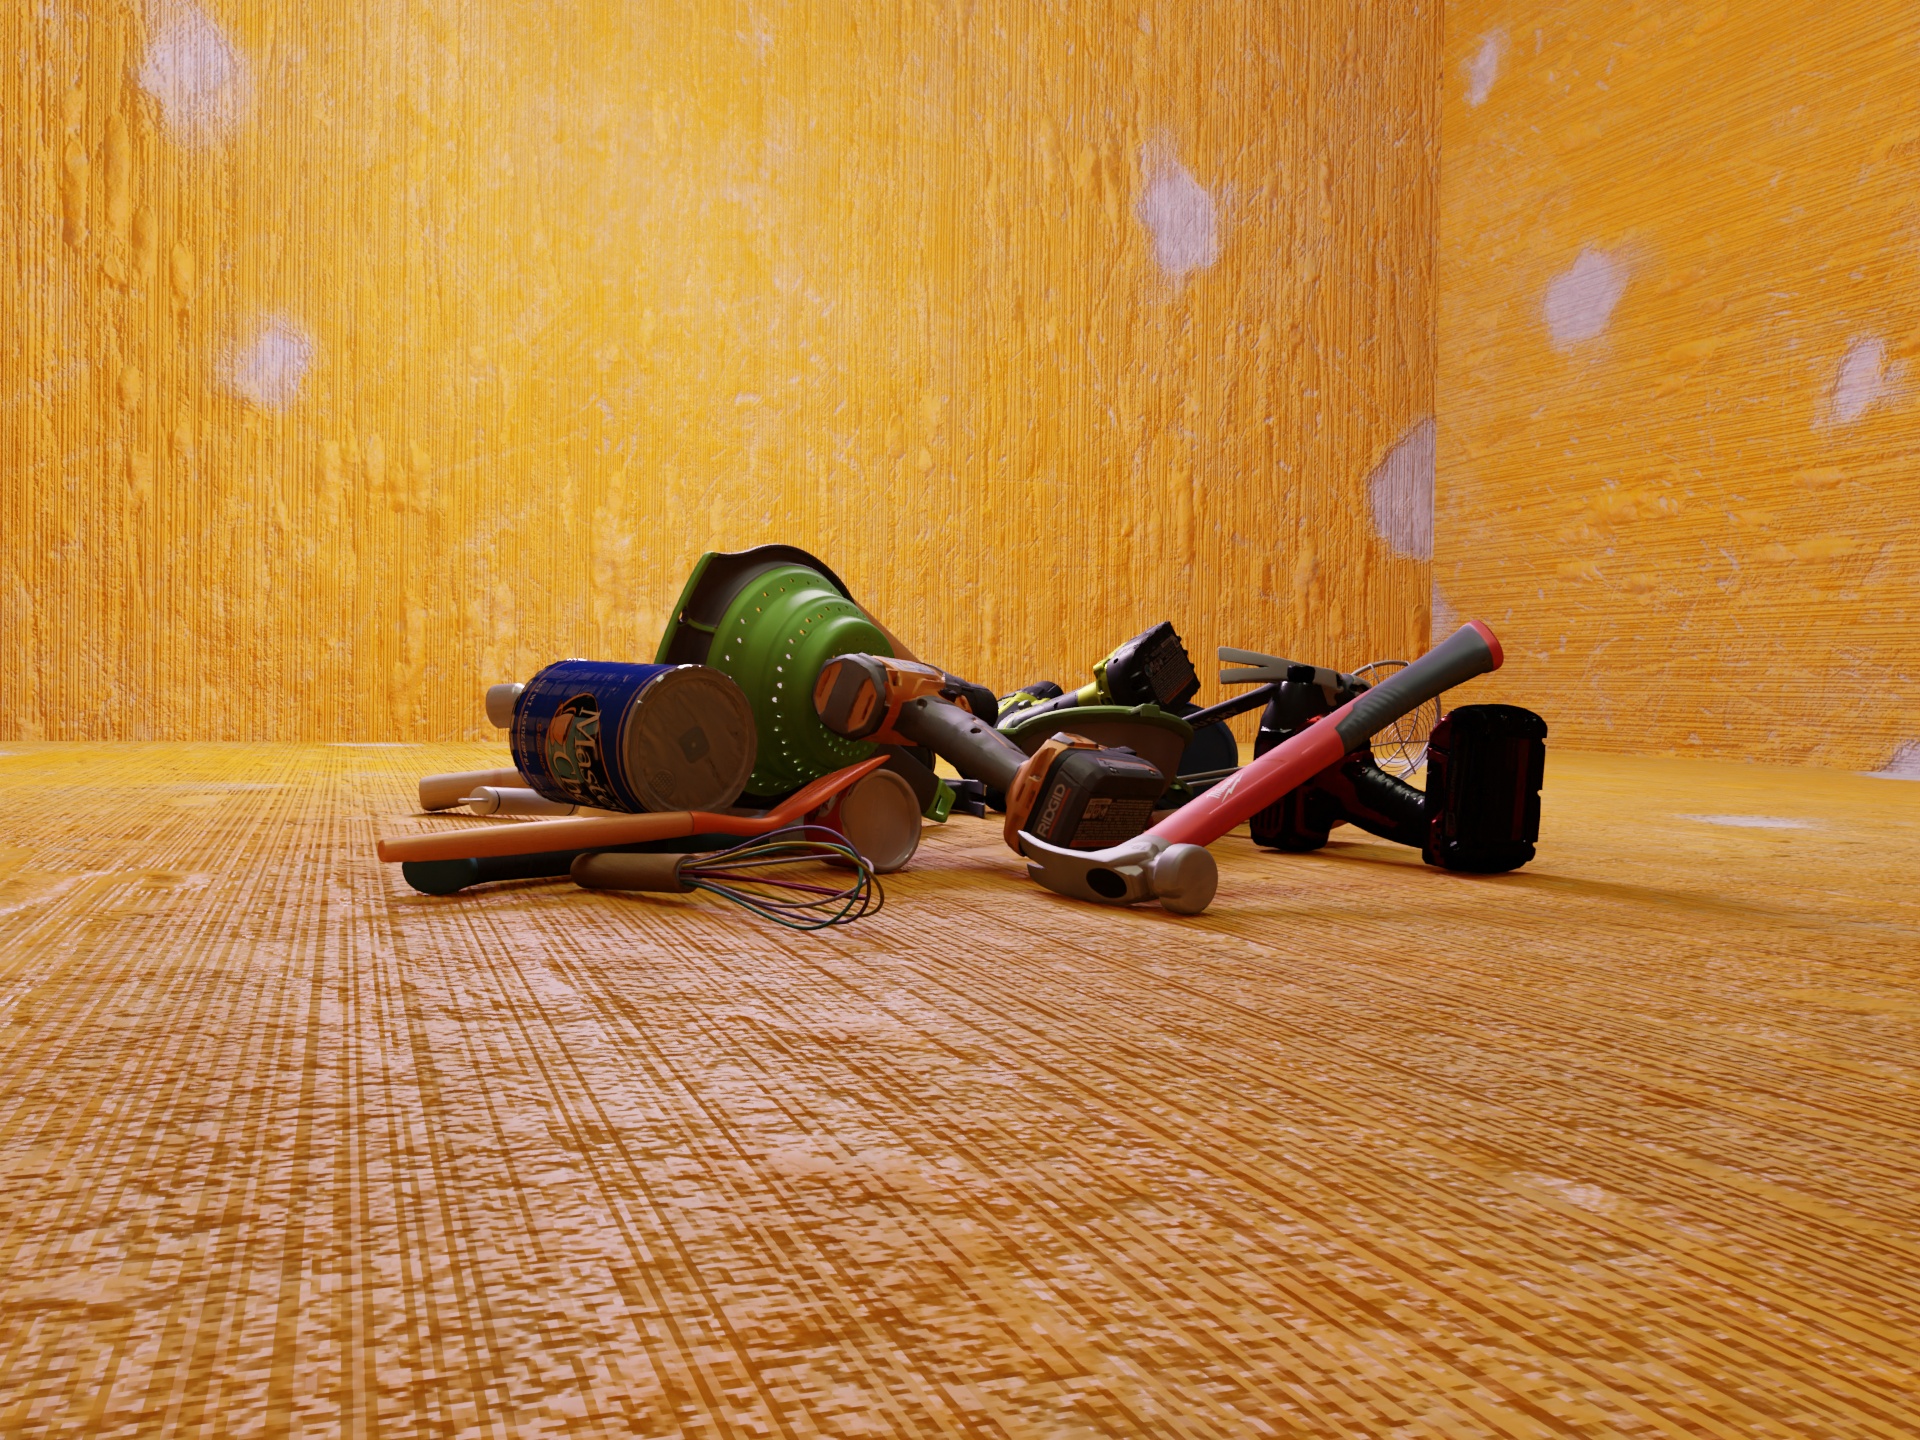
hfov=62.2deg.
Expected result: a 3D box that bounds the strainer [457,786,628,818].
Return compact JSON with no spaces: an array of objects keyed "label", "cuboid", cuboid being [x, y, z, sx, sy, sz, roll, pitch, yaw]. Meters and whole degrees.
[{"label":"strainer","cuboid":[-0.285,0.063,1.161,0.087,0.050,0.258,6,-2,20]}]

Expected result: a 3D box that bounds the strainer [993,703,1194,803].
[{"label":"strainer","cuboid":[0.143,0.056,1.349,0.151,0.069,0.256,-10,-21,28]}]

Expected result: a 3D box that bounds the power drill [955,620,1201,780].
[{"label":"power drill","cuboid":[0.118,-0.019,1.585,0.228,0.080,0.190,-22,9,35]}]

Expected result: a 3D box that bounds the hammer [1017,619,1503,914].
[{"label":"hammer","cuboid":[0.213,0.018,1.018,0.386,0.038,0.143,-27,19,-34]}]

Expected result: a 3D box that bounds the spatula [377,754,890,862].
[{"label":"spatula","cuboid":[-0.187,0.055,0.956,0.322,0.041,0.081,-3,-11,-38]}]

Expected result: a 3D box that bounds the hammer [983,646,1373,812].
[{"label":"hammer","cuboid":[0.156,0.020,1.402,0.149,0.036,0.409,15,-25,-35]}]

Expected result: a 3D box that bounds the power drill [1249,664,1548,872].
[{"label":"power drill","cuboid":[0.307,0.034,1.162,0.078,0.143,0.220,4,2,-39]}]

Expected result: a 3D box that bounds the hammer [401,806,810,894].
[{"label":"hammer","cuboid":[-0.209,0.081,1.033,0.128,0.033,0.331,3,2,34]}]

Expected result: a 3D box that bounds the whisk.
[{"label":"whisk","cuboid":[-0.133,0.087,0.863,0.245,0.051,0.047,-3,-23,42]}]

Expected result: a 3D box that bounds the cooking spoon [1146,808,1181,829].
[{"label":"cooking spoon","cuboid":[0.178,0.087,1.389,0.069,0.017,0.318,-5,-2,42]}]

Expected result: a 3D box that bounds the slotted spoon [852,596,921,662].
[{"label":"slotted spoon","cuboid":[-0.002,-0.004,1.346,0.313,0.031,0.070,45,-12,-23]}]

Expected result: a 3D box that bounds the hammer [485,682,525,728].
[{"label":"hammer","cuboid":[-0.265,0.004,1.388,0.144,0.035,0.405,-6,-7,6]}]

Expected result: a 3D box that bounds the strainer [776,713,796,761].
[{"label":"strainer","cuboid":[-0.061,0.033,1.661,0.340,0.095,0.211,-1,-11,-30]}]

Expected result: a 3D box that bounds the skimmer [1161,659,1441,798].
[{"label":"skimmer","cuboid":[0.260,0.031,1.477,0.363,0.127,0.090,-12,34,30]}]

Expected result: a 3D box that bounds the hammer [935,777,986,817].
[{"label":"hammer","cuboid":[-0.129,0.073,1.462,0.334,0.035,0.146,0,1,-33]}]

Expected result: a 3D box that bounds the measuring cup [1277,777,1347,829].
[{"label":"measuring cup","cuboid":[0.258,0.080,1.324,0.095,0.052,0.173,0,-22,-42]}]

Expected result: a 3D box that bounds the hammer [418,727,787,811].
[{"label":"hammer","cuboid":[-0.303,0.041,1.373,0.411,0.038,0.146,-9,-7,29]}]

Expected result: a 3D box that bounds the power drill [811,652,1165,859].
[{"label":"power drill","cuboid":[0.029,0.022,1.118,0.226,0.084,0.185,29,12,30]}]

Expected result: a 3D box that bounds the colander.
[{"label":"colander","cuboid":[-0.075,0.007,1.249,0.094,0.204,0.396,11,-17,34]}]
